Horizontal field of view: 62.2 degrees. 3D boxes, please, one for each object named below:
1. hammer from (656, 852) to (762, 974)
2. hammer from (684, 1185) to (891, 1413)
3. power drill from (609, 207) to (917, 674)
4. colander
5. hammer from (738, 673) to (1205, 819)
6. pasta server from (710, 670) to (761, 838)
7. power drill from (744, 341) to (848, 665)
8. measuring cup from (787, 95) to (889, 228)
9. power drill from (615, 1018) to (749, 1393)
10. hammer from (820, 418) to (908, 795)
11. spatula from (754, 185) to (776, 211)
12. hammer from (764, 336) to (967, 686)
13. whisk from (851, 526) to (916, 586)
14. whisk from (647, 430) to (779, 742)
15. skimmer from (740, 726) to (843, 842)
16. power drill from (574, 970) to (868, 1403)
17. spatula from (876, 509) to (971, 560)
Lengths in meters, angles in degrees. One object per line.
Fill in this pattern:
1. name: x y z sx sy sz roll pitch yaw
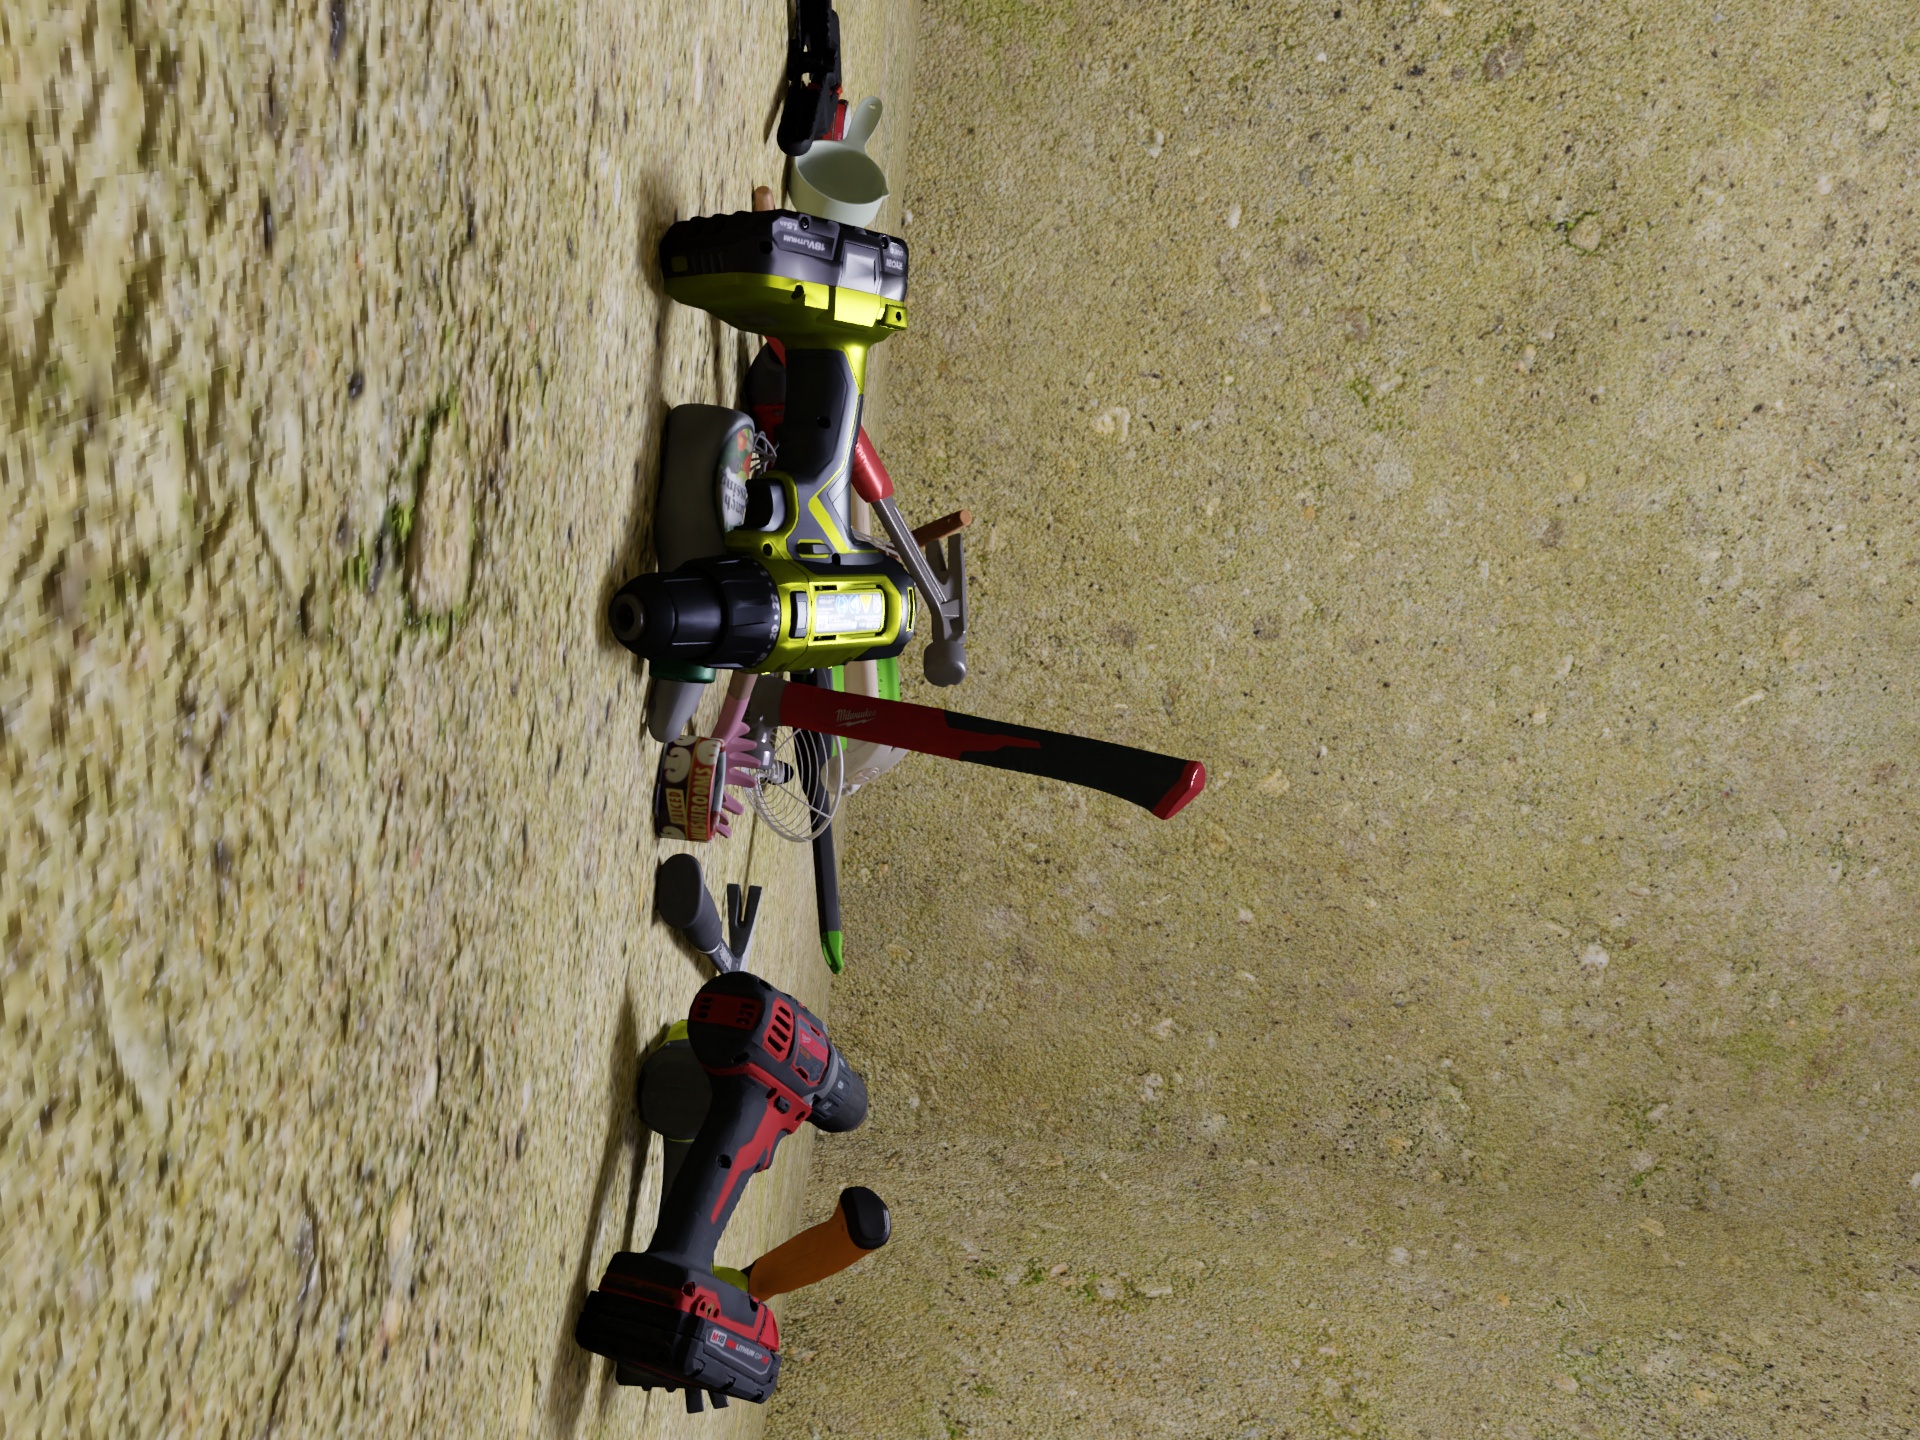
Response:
1. hammer: -0.183 0.159 1.182 0.408 0.036 0.149 99 -4 -72
2. hammer: -0.133 0.403 1.134 0.336 0.034 0.127 -45 -131 49
3. power drill: -0.098 -0.136 0.814 0.190 0.080 0.228 -7 101 -53
4. colander: -0.105 0.050 1.568 0.204 0.094 0.397 118 -32 -66
5. hammer: -0.002 -0.004 1.192 0.038 0.386 0.143 8 93 -64
6. pasta server: -0.129 -0.033 1.019 0.316 0.040 0.060 116 -2 -46
7. power drill: -0.119 -0.157 1.117 0.143 0.078 0.220 96 -9 -66
8. measuring cup: -0.091 -0.452 1.288 0.038 0.083 0.168 121 -12 -47
9. power drill: -0.179 0.317 1.077 0.171 0.080 0.223 -166 -100 -90
10. hammer: -0.093 -0.145 1.473 0.146 0.038 0.411 -37 -128 54
11. spatula: -0.142 -0.278 1.213 0.317 0.044 0.082 89 6 -59
12. hammer: -0.069 -0.184 1.079 0.358 0.037 0.149 60 21 -47
13. whisk: -0.096 -0.149 1.331 0.285 0.070 0.070 -126 -142 -58
14. whisk: -0.143 -0.085 0.951 0.055 0.055 0.239 98 4 -55
15. skimmer: -0.147 0.045 1.471 0.363 0.090 0.127 130 -43 -87
16. power drill: -0.127 0.285 0.966 0.187 0.080 0.227 56 43 -52
17. spatula: -0.079 -0.133 1.386 0.322 0.041 0.081 -16 -116 54
